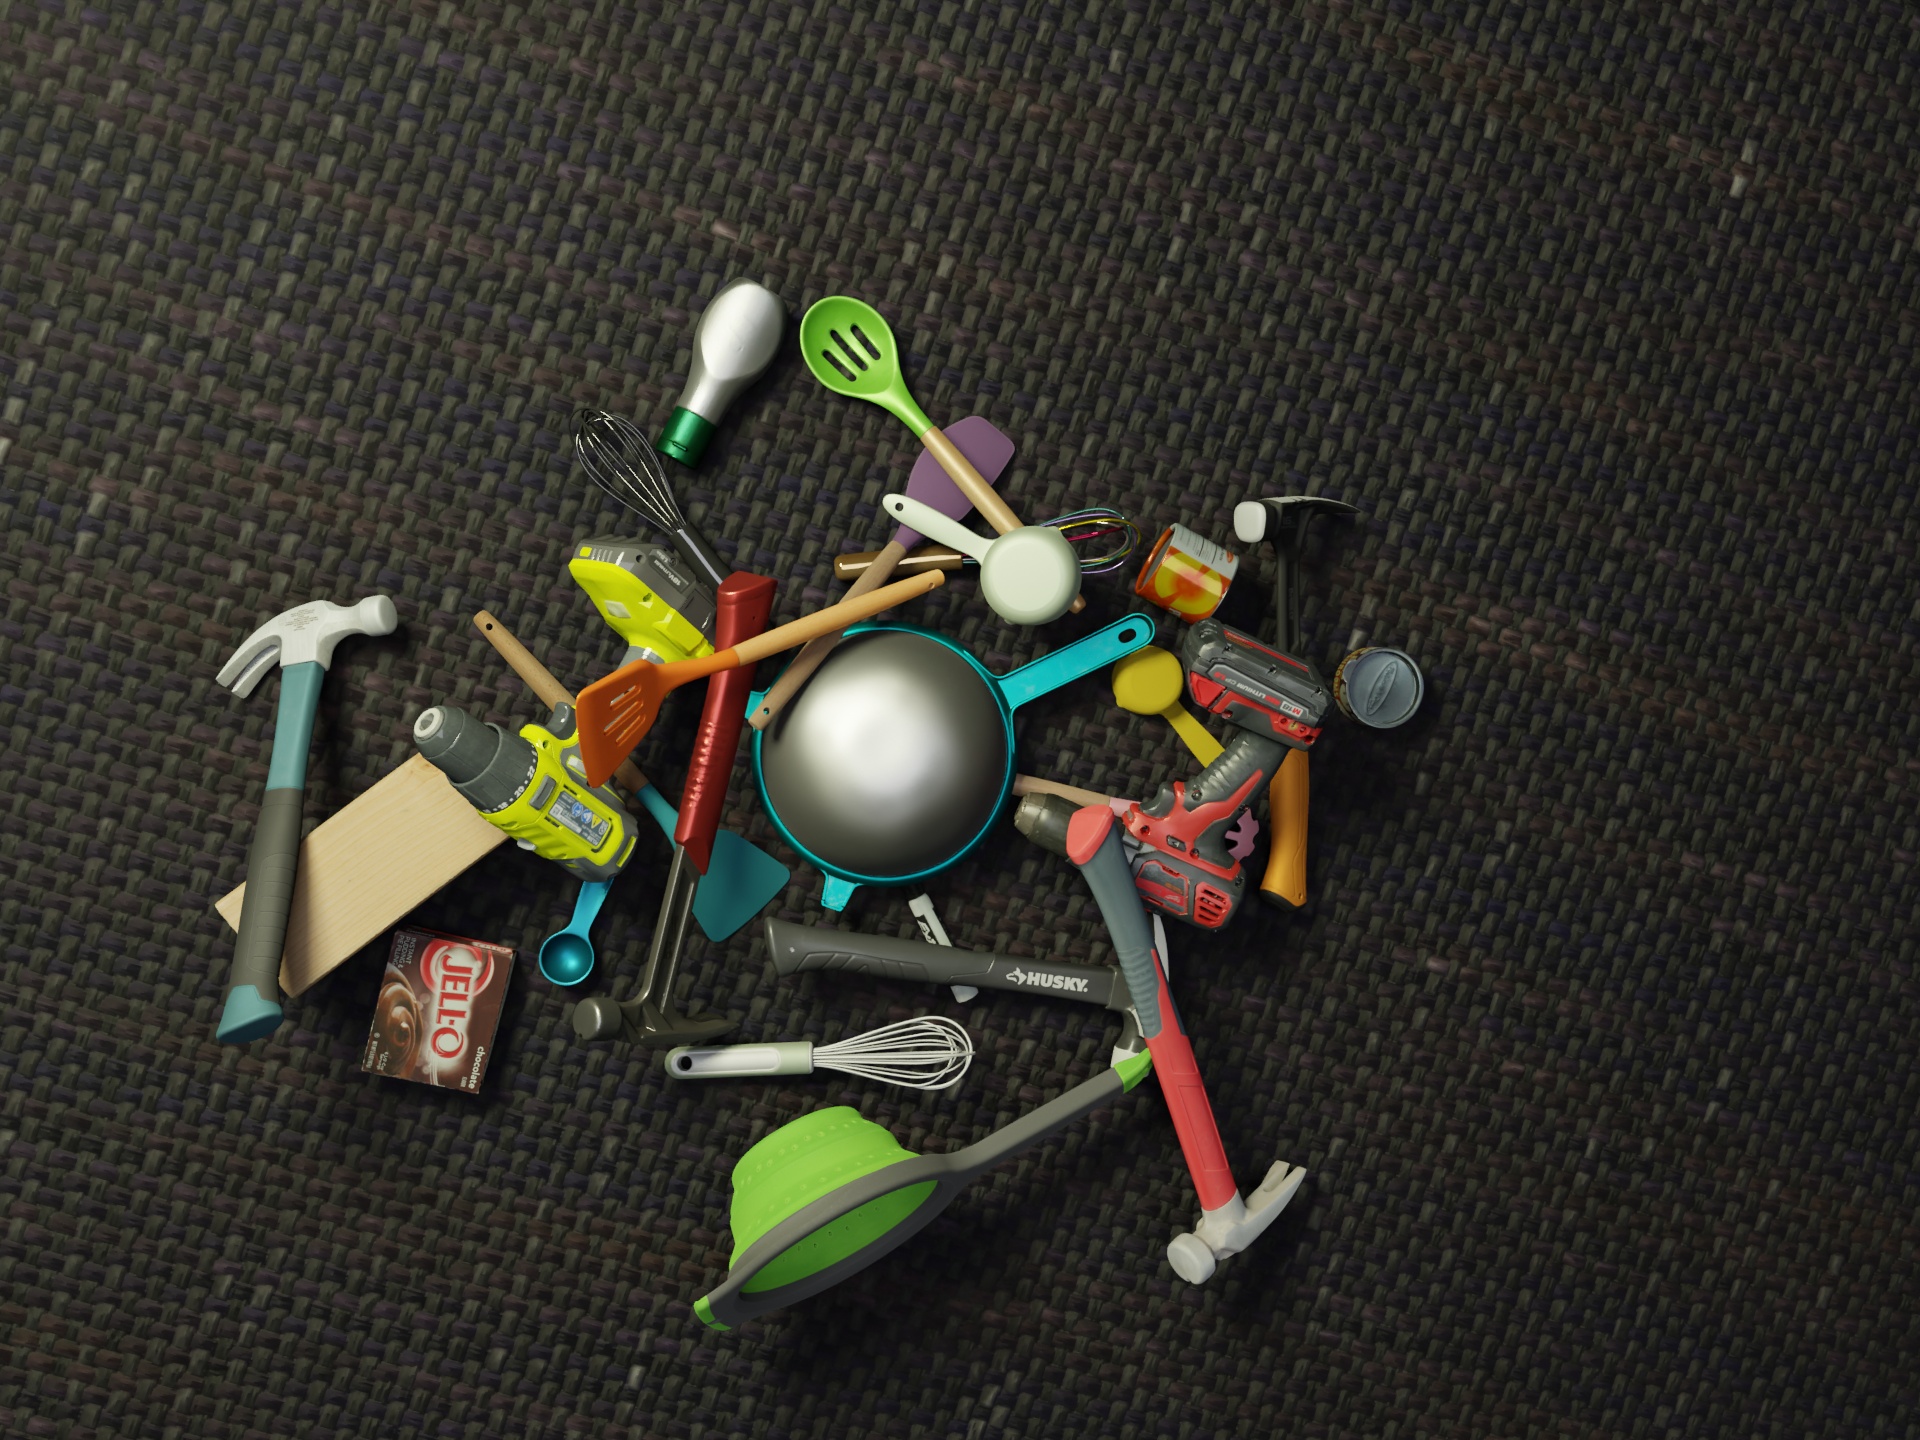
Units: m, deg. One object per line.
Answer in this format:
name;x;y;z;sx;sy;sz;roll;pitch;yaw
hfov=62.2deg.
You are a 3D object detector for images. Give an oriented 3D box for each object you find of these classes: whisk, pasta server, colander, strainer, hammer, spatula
whisk;-0.111;0.267;1.261;0.246;0.059;0.058;-2;81;-2
pasta server;0.092;0.062;1.287;0.316;0.040;0.060;13;91;-3
colander;-0.037;0.327;1.236;0.397;0.204;0.095;-27;63;-11
whisk;-0.219;-0.144;1.230;0.055;0.055;0.239;-38;101;-4
strainer;-0.002;-0.004;1.218;0.340;0.095;0.211;-26;87;-1
hammer;0.169;0.237;1.234;0.143;0.038;0.386;-30;109;-35
hammer;0.009;0.190;1.255;0.334;0.035;0.146;10;92;-15
hammer;-0.188;0.067;1.194;0.037;0.149;0.359;15;93;37
spatula;-0.064;-0.117;1.225;0.060;0.018;0.316;38;72;-4
hammer;-0.483;0.064;1.136;0.128;0.033;0.331;-8;64;11
spatula;-0.137;-0.049;1.147;0.322;0.041;0.081;-25;133;-30
whisk;0.022;-0.136;1.259;0.245;0.047;0.051;-6;86;-3
spatula;-0.267;0.036;1.244;0.082;0.044;0.317;-43;92;-5
hammer;0.269;-0.011;1.283;0.127;0.034;0.337;-10;103;-41

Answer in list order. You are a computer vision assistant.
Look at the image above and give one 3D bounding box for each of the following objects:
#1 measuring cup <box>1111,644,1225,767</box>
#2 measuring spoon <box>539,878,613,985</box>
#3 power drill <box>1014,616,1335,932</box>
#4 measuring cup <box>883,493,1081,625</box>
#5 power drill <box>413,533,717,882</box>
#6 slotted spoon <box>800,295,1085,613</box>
measuring cup;0.186;0.004;1.290;0.062;0.029;0.156;-42;95;-3
measuring spoon;-0.292;0.146;1.251;0.042;0.021;0.129;22;81;-7
power drill;0.164;0.038;1.222;0.188;0.080;0.226;24;108;-3
measuring cup;0.013;-0.130;1.206;0.167;0.038;0.083;28;100;3
power drill;-0.274;-0.019;1.149;0.190;0.080;0.228;46;63;-45
slotted spoon;-0.010;-0.203;1.236;0.070;0.031;0.314;-41;87;-3
